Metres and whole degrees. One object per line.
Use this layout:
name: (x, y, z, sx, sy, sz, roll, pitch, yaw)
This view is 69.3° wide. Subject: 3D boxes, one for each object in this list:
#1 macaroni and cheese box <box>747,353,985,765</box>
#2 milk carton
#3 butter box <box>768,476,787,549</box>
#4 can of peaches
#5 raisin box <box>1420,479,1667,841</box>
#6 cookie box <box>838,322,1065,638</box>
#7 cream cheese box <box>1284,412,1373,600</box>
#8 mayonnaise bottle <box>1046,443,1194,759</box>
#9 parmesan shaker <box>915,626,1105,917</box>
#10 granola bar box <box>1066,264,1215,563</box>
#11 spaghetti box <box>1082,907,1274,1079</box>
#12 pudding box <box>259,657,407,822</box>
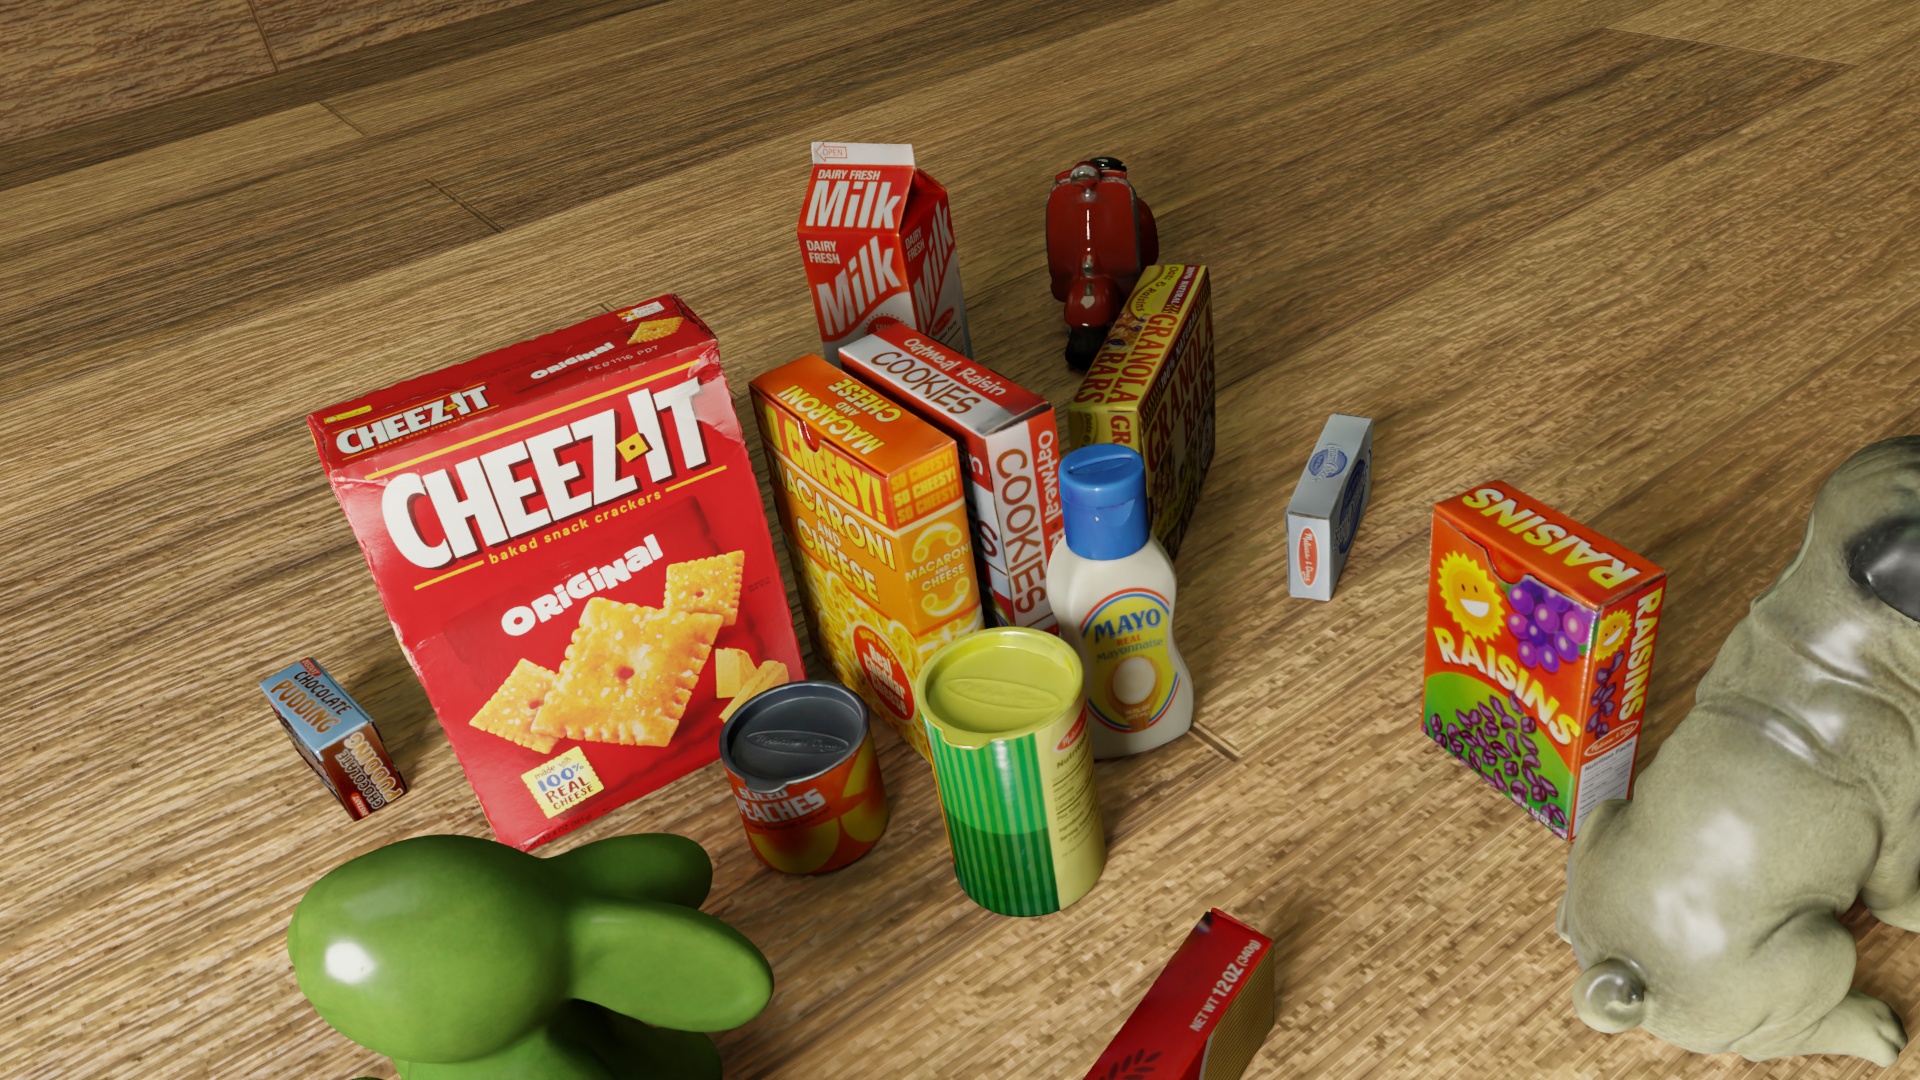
macaroni and cheese box: (-0.040, 0.010, 0.651, 0.040, 0.165, 0.124, -27, 38, -24)
milk carton: (-0.046, -0.159, 0.878, 0.072, 0.189, 0.074, 7, 37, 24)
butter box: (-0.061, -0.006, 0.781, 0.103, 0.052, 0.024, 21, 44, 37)
can of peaches: (-0.069, 0.106, 0.614, 0.071, 0.057, 0.071, -6, 34, 4)
raisin box: (0.233, 0.048, 0.568, 0.040, 0.122, 0.086, -22, 36, -18)
cookie box: (0.002, -0.008, 0.667, 0.040, 0.166, 0.123, -27, 38, -24)
cream cheese box: (0.196, -0.019, 0.738, 0.024, 0.053, 0.104, 9, 38, 25)
mayonnaise bottle: (0.068, 0.029, 0.614, 0.065, 0.147, 0.041, -14, 34, -7)
parmesan shaker: (0.021, 0.097, 0.566, 0.071, 0.102, 0.072, -6, 34, 5)
granola bar box: (0.104, -0.060, 0.756, 0.039, 0.123, 0.166, 5, 37, 21)
spaghetti box: (0.028, 0.219, 0.432, 0.029, 0.050, 0.251, 18, 43, 35)
pudding box: (-0.313, 0.097, 0.693, 0.030, 0.049, 0.084, -33, 40, -30)
